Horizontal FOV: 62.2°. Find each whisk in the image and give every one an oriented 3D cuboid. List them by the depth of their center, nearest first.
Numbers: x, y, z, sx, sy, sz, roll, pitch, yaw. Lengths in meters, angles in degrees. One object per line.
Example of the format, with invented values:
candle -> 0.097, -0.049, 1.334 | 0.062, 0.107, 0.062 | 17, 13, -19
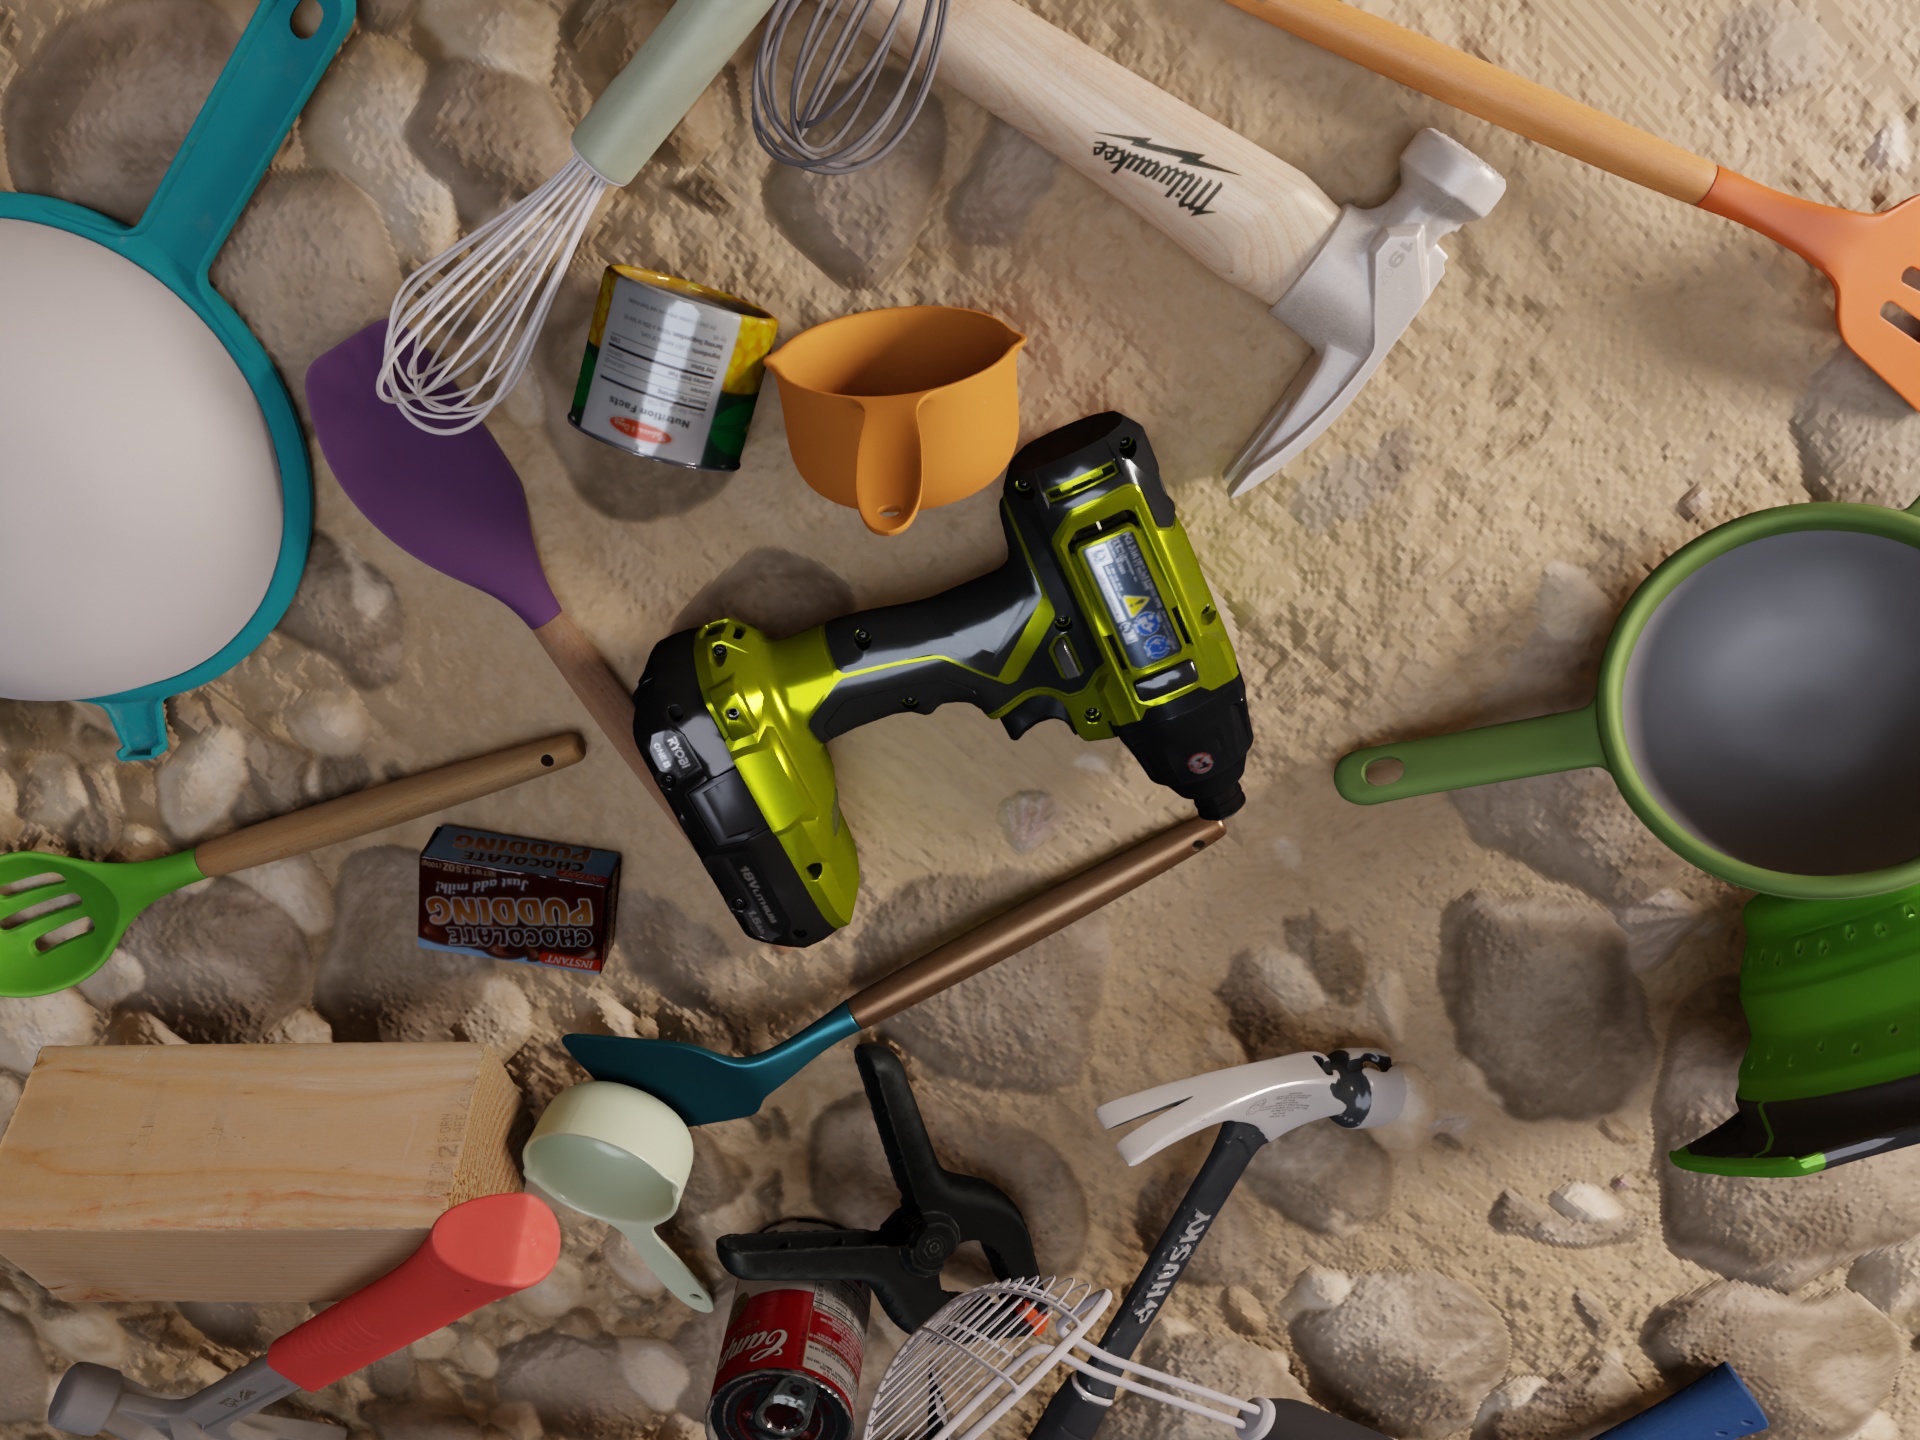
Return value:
whisk -> -0.002, -0.279, 0.497 | 0.055, 0.055, 0.239 | 25, 89, -8
whisk -> -0.132, -0.192, 0.561 | 0.246, 0.058, 0.059 | -41, 80, 25

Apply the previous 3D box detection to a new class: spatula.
spatula -> 0.242, -0.202, 0.571 | 0.322, 0.041, 0.081 | 22, 113, -3
spatula -> -0.160, -0.020, 0.667 | 0.060, 0.018, 0.315 | -37, 110, -10
spatula -> -0.027, 0.112, 0.716 | 0.317, 0.044, 0.082 | -28, 126, 7

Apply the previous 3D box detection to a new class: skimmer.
skimmer -> 0.104, 0.327, 0.709 | 0.363, 0.090, 0.127 | 31, 111, -33

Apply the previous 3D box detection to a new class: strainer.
strainer -> -0.330, -0.132, 0.586 | 0.211, 0.095, 0.340 | 37, 112, -13
strainer -> 0.282, 0.007, 0.635 | 0.256, 0.069, 0.152 | -12, 71, 28

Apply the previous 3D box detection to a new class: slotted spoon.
slotted spoon -> -0.311, 0.057, 0.707 | 0.314, 0.031, 0.070 | -17, 111, 8

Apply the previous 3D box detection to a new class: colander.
colander -> 0.460, 0.067, 0.638 | 0.397, 0.204, 0.094 | -20, 77, -6

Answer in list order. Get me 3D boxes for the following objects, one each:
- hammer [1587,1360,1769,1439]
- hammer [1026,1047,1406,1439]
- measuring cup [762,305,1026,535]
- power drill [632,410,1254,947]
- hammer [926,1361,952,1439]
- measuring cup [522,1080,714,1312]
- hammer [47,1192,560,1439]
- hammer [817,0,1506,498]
hammer -> 0.215, 0.434, 0.804 | 0.405, 0.035, 0.143 | -31, 137, 5
hammer -> 0.068, 0.317, 0.778 | 0.149, 0.036, 0.408 | 4, 123, -32
measuring cup -> -0.021, -0.088, 0.550 | 0.095, 0.174, 0.052 | -5, 126, 2
power drill -> -0.001, -0.002, 0.641 | 0.223, 0.080, 0.171 | -23, 111, 9
hammer -> -0.171, 0.394, 0.817 | 0.337, 0.034, 0.127 | 1, 115, -8
measuring cup -> -0.150, 0.234, 0.776 | 0.083, 0.038, 0.167 | -3, 133, 20
hammer -> -0.278, 0.287, 0.721 | 0.149, 0.037, 0.359 | 30, 133, -30
hammer -> -0.016, -0.241, 0.557 | 0.410, 0.038, 0.146 | 31, 113, -10
